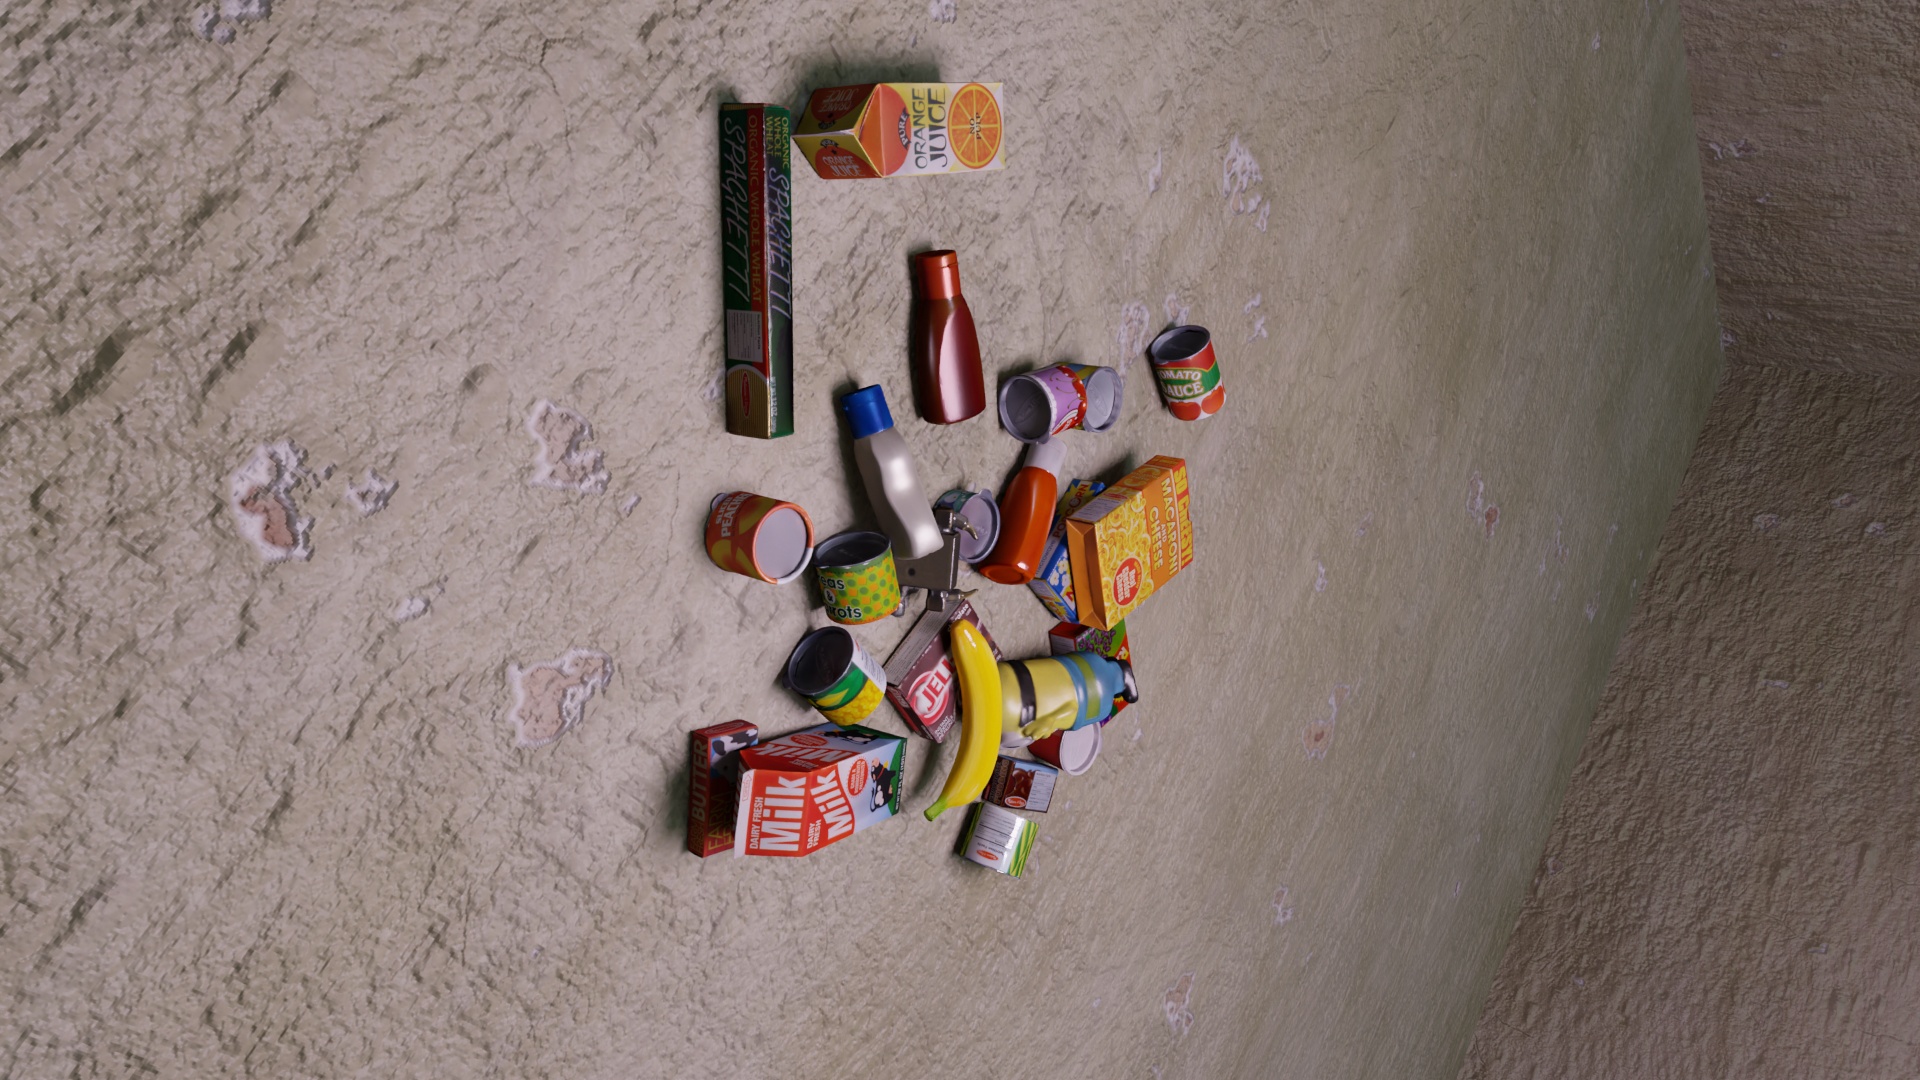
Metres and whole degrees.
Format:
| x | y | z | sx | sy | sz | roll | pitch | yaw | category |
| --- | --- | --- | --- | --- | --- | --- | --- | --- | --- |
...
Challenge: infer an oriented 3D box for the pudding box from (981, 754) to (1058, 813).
| x | y | z | sx | sy | sz | roll | pitch | yaw | category |
| --- | --- | --- | --- | --- | --- | --- | --- | --- | --- |
| 0.063 | 0.251 | 1.435 | 0.083 | 0.030 | 0.049 | 20 | 85 | -49 | pudding box |

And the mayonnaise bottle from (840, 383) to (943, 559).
| x | y | z | sx | sy | sz | roll | pitch | yaw | category |
| --- | --- | --- | --- | --- | --- | --- | --- | --- | --- |
| -0.061 | -0.058 | 1.180 | 0.041 | 0.064 | 0.147 | -24 | 102 | -23 | mayonnaise bottle |

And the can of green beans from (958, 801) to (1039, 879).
| x | y | z | sx | sy | sz | roll | pitch | yaw | category |
| --- | --- | --- | --- | --- | --- | --- | --- | --- | --- |
| 0.039 | 0.300 | 1.391 | 0.071 | 0.071 | 0.058 | 34 | 73 | -48 | can of green beans |

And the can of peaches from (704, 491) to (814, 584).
| x | y | z | sx | sy | sz | roll | pitch | yaw | category |
| --- | --- | --- | --- | --- | --- | --- | --- | --- | --- |
| -0.158 | -0.004 | 1.093 | 0.071 | 0.058 | 0.071 | -17 | 112 | -46 | can of peaches |

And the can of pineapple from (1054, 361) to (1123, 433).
| x | y | z | sx | sy | sz | roll | pitch | yaw | category |
| --- | --- | --- | --- | --- | --- | --- | --- | --- | --- |
| 0.118 | -0.142 | 1.378 | 0.071 | 0.058 | 0.070 | -15 | 110 | -46 | can of pineapple |

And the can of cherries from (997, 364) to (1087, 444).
| x | y | z | sx | sy | sz | roll | pitch | yaw | category |
| --- | --- | --- | --- | --- | --- | --- | --- | --- | --- |
| 0.080 | -0.129 | 1.329 | 0.058 | 0.071 | 0.071 | -23 | 116 | -45 | can of cherries |

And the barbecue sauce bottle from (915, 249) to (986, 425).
| x | y | z | sx | sy | sz | roll | pitch | yaw | category |
| --- | --- | --- | --- | --- | --- | --- | --- | --- | --- |
| -0.013 | -0.181 | 1.229 | 0.065 | 0.043 | 0.148 | -27 | 118 | -43 | barbecue sauce bottle |

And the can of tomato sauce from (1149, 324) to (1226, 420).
| x | y | z | sx | sy | sz | roll | pitch | yaw | category |
| --- | --- | --- | --- | --- | --- | --- | --- | --- | --- |
| 0.248 | -0.181 | 1.512 | 0.071 | 0.071 | 0.082 | -49 | 133 | -29 | can of tomato sauce |

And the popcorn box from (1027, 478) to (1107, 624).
| x | y | z | sx | sy | sz | roll | pitch | yaw | category |
| --- | --- | --- | --- | --- | --- | --- | --- | --- | --- |
| 0.121 | 0.011 | 1.436 | 0.085 | 0.038 | 0.127 | 50 | 62 | -42 | popcorn box |

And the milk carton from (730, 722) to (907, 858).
| x | y | z | sx | sy | sz | roll | pitch | yaw | category |
| --- | --- | --- | --- | --- | --- | --- | --- | --- | --- |
| -0.125 | 0.204 | 1.143 | 0.191 | 0.073 | 0.072 | -8 | 107 | -61 | milk carton |

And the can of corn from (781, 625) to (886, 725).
| x | y | z | sx | sy | sz | roll | pitch | yaw | category |
| --- | --- | --- | --- | --- | --- | --- | --- | --- | --- |
| -0.107 | 0.117 | 1.179 | 0.071 | 0.071 | 0.058 | -59 | 137 | -21 | can of corn |

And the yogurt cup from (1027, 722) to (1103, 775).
| x | y | z | sx | sy | sz | roll | pitch | yaw | category |
| --- | --- | --- | --- | --- | --- | --- | --- | --- | --- |
| 0.107 | 0.207 | 1.455 | 0.072 | 0.054 | 0.072 | -15 | 111 | -46 | yogurt cup |

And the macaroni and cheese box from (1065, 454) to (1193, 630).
| x | y | z | sx | sy | sz | roll | pitch | yaw | category |
| --- | --- | --- | --- | --- | --- | --- | --- | --- | --- |
| 0.179 | 0.000 | 1.437 | 0.167 | 0.040 | 0.123 | -33 | 125 | -40 | macaroni and cheese box |

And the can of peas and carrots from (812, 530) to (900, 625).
| x | y | z | sx | sy | sz | roll | pitch | yaw | category |
| --- | --- | --- | --- | --- | --- | --- | --- | --- | --- |
| -0.089 | 0.033 | 1.177 | 0.071 | 0.071 | 0.058 | -33 | 124 | -40 | can of peas and carrots |

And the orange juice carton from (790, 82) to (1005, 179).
| x | y | z | sx | sy | sz | roll | pitch | yaw | category |
| --- | --- | --- | --- | --- | --- | --- | --- | --- | --- |
| -0.052 | -0.332 | 1.124 | 0.193 | 0.072 | 0.072 | -20 | 114 | -45 | orange juice carton |

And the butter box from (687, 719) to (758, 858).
| x | y | z | sx | sy | sz | roll | pitch | yaw | category |
| --- | --- | --- | --- | --- | --- | --- | --- | --- | --- |
| -0.193 | 0.202 | 1.130 | 0.053 | 0.024 | 0.103 | -7 | 105 | -49 | butter box |

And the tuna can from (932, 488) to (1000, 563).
| x | y | z | sx | sy | sz | roll | pitch | yaw | category |
| --- | --- | --- | --- | --- | --- | --- | --- | --- | --- |
| 0.005 | -0.016 | 1.298 | 0.071 | 0.033 | 0.071 | -16 | 111 | -46 | tuna can |

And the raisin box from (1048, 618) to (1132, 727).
| x | y | z | sx | sy | sz | roll | pitch | yaw | category |
| --- | --- | --- | --- | --- | --- | --- | --- | --- | --- |
| 0.142 | 0.134 | 1.491 | 0.086 | 0.040 | 0.123 | -34 | 122 | -40 | raisin box |

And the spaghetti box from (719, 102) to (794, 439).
| x | y | z | sx | sy | sz | roll | pitch | yaw | category |
| --- | --- | --- | --- | --- | --- | --- | --- | --- | --- |
| -0.154 | -0.203 | 1.055 | 0.029 | 0.050 | 0.249 | -14 | 110 | -49 | spaghetti box |

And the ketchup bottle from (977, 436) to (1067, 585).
| x | y | z | sx | sy | sz | roll | pitch | yaw | category |
| --- | --- | --- | --- | --- | --- | --- | --- | --- | --- |
| 0.065 | -0.031 | 1.345 | 0.043 | 0.064 | 0.149 | 33 | 65 | -30 | ketchup bottle |
